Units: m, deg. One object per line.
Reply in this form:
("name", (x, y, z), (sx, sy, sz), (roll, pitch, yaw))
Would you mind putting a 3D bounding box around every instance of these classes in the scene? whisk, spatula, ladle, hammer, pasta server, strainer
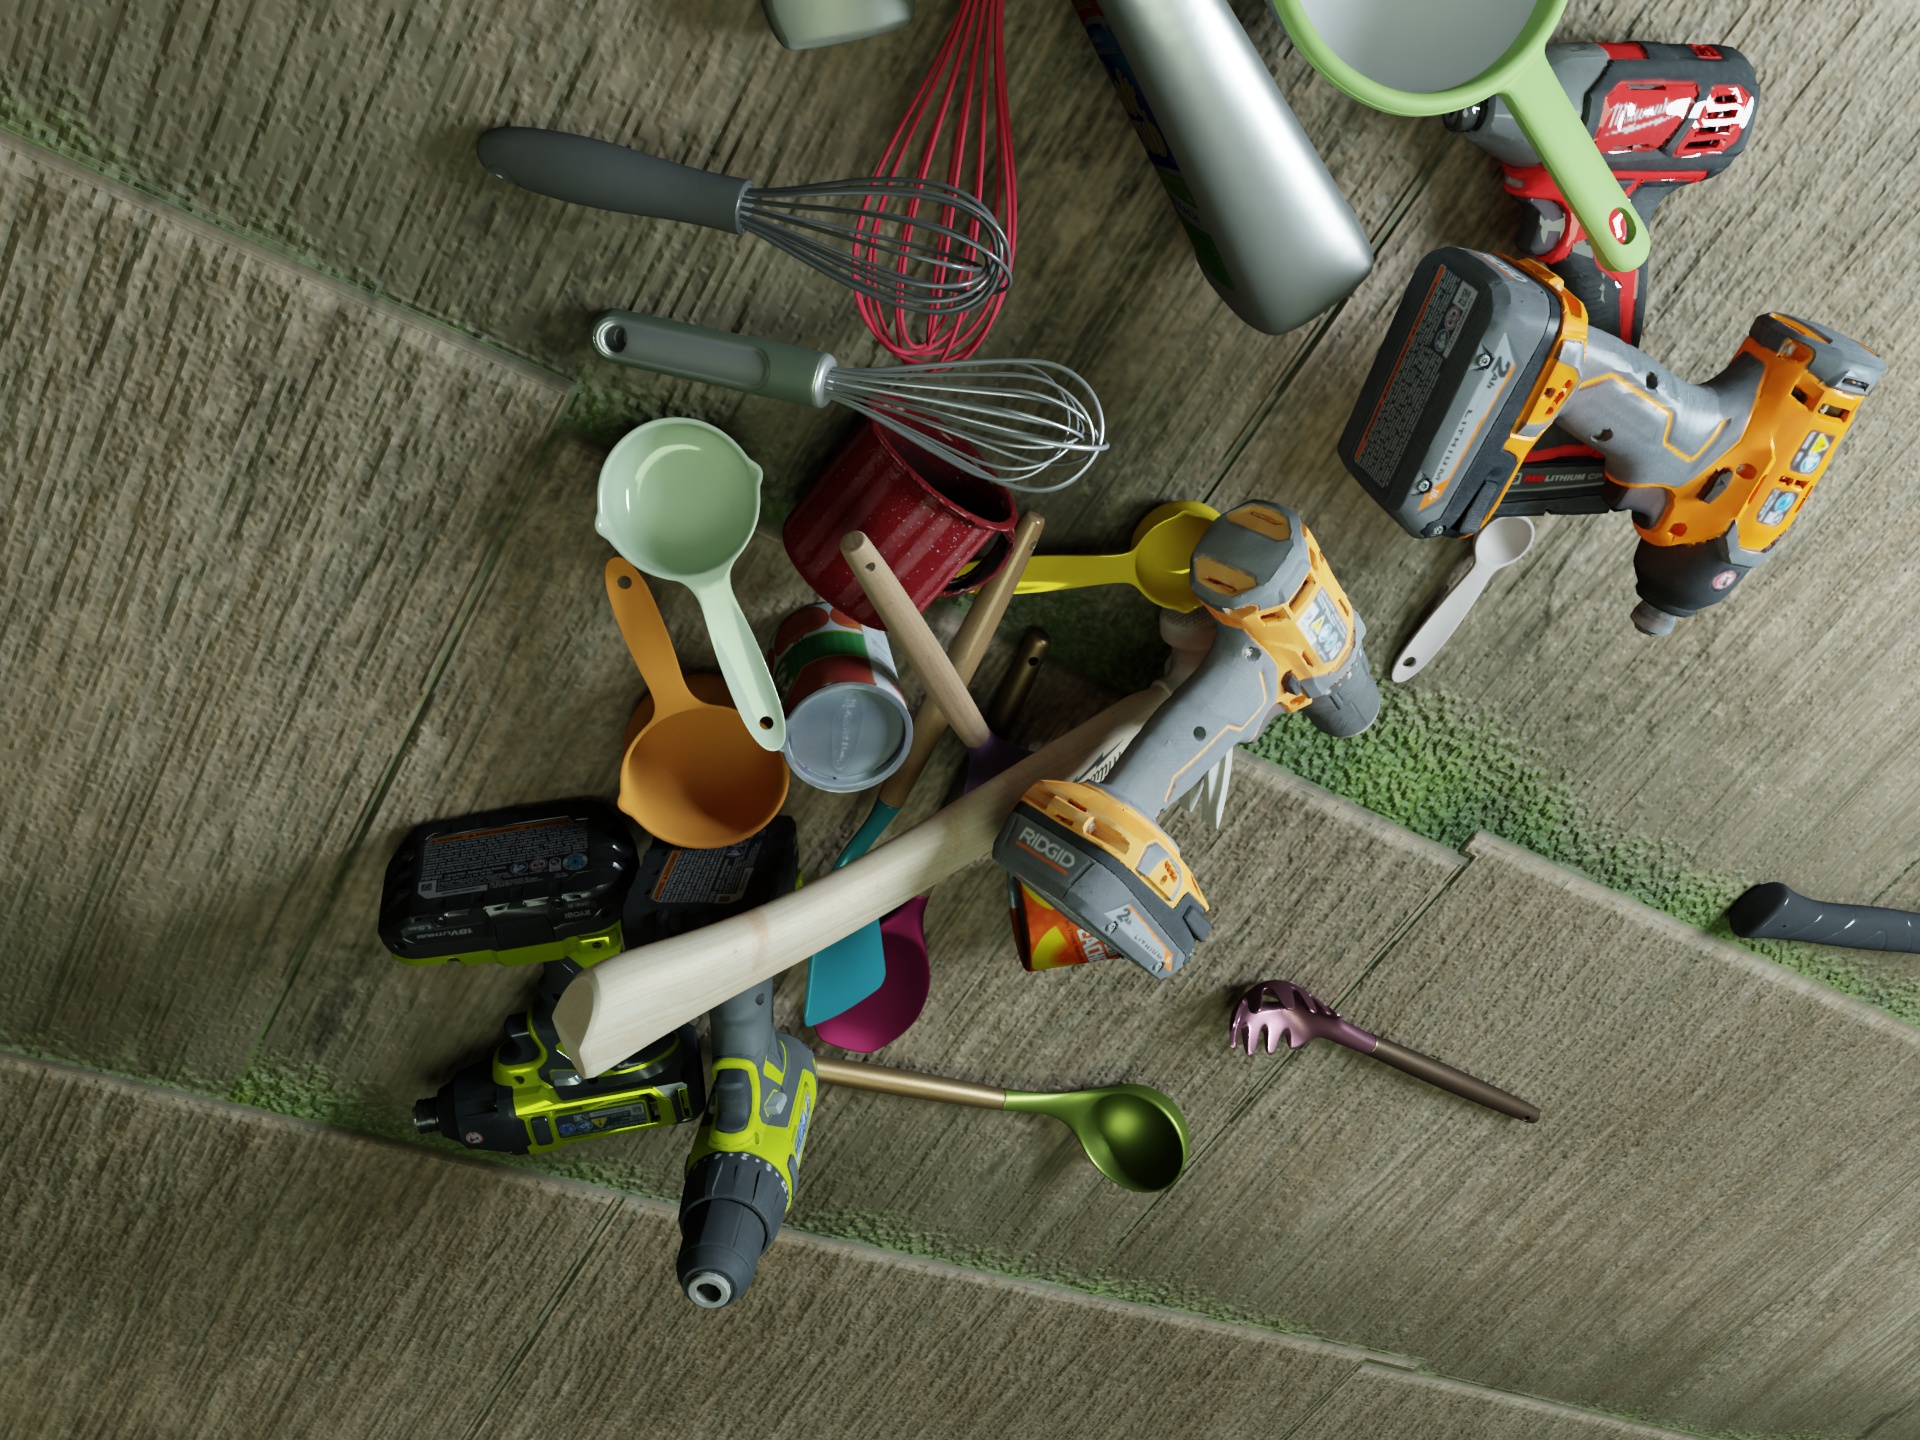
("whisk", (-0.053, -0.149, 0.707), (0.246, 0.059, 0.057), (14, 109, 11))
("spatula", (-0.001, -0.003, 0.826), (0.060, 0.018, 0.315), (-34, 146, -2))
("ladle", (0.004, 0.254, 1.044), (0.320, 0.062, 0.078), (14, 121, -18))
("spatula", (-0.019, 0.029, 0.876), (0.082, 0.044, 0.317), (-17, 139, -57))
("hammer", (0.735, 0.163, 1.163), (0.408, 0.036, 0.149), (8, 123, -17))
("pasta server", (0.306, 0.241, 1.116), (0.316, 0.040, 0.060), (26, 127, -28))
("hammer", (-0.014, 0.074, 0.820), (0.410, 0.038, 0.146), (-27, 129, -27))
("whisk", (0.006, -0.289, 0.672), (0.073, 0.073, 0.295), (5, 117, -16))
("strainer", (0.211, -0.293, 0.683), (0.151, 0.069, 0.256), (-47, 114, -5))
("whisk", (-0.092, -0.214, 0.662), (0.239, 0.055, 0.055), (15, 123, 8))

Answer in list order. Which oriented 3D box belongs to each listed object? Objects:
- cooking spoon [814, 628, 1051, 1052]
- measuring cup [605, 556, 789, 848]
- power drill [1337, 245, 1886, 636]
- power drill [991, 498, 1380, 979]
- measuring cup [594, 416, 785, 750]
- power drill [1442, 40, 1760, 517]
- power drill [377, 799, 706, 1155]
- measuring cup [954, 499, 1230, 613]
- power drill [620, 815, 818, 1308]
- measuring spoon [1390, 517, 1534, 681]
("cooking spoon", (-0.015, 0.081, 0.943), (0.068, 0.017, 0.318), (19, 119, -12))
("measuring cup", (-0.148, -0.017, 0.829), (0.095, 0.052, 0.173), (-18, 119, -1))
("power drill", (0.298, -0.122, 0.744), (0.226, 0.084, 0.164), (7, 122, -20))
("power drill", (0.135, 0.021, 0.839), (0.226, 0.084, 0.185), (-55, 140, -6))
("measuring cup", (-0.119, -0.065, 0.773), (0.083, 0.038, 0.167), (-20, 102, -1))
("power drill", (0.289, -0.215, 0.778), (0.143, 0.079, 0.219), (-3, 122, -11))
("power drill", (-0.246, 0.161, 0.911), (0.171, 0.080, 0.223), (-9, 128, -7))
("measuring cup", (0.069, -0.087, 0.850), (0.156, 0.029, 0.062), (-4, 124, 4))
("power drill", (-0.128, 0.183, 0.877), (0.080, 0.191, 0.228), (-1, 115, 5))
("measuring spoon", (0.282, -0.072, 0.913), (0.034, 0.018, 0.124), (15, 126, -22))
